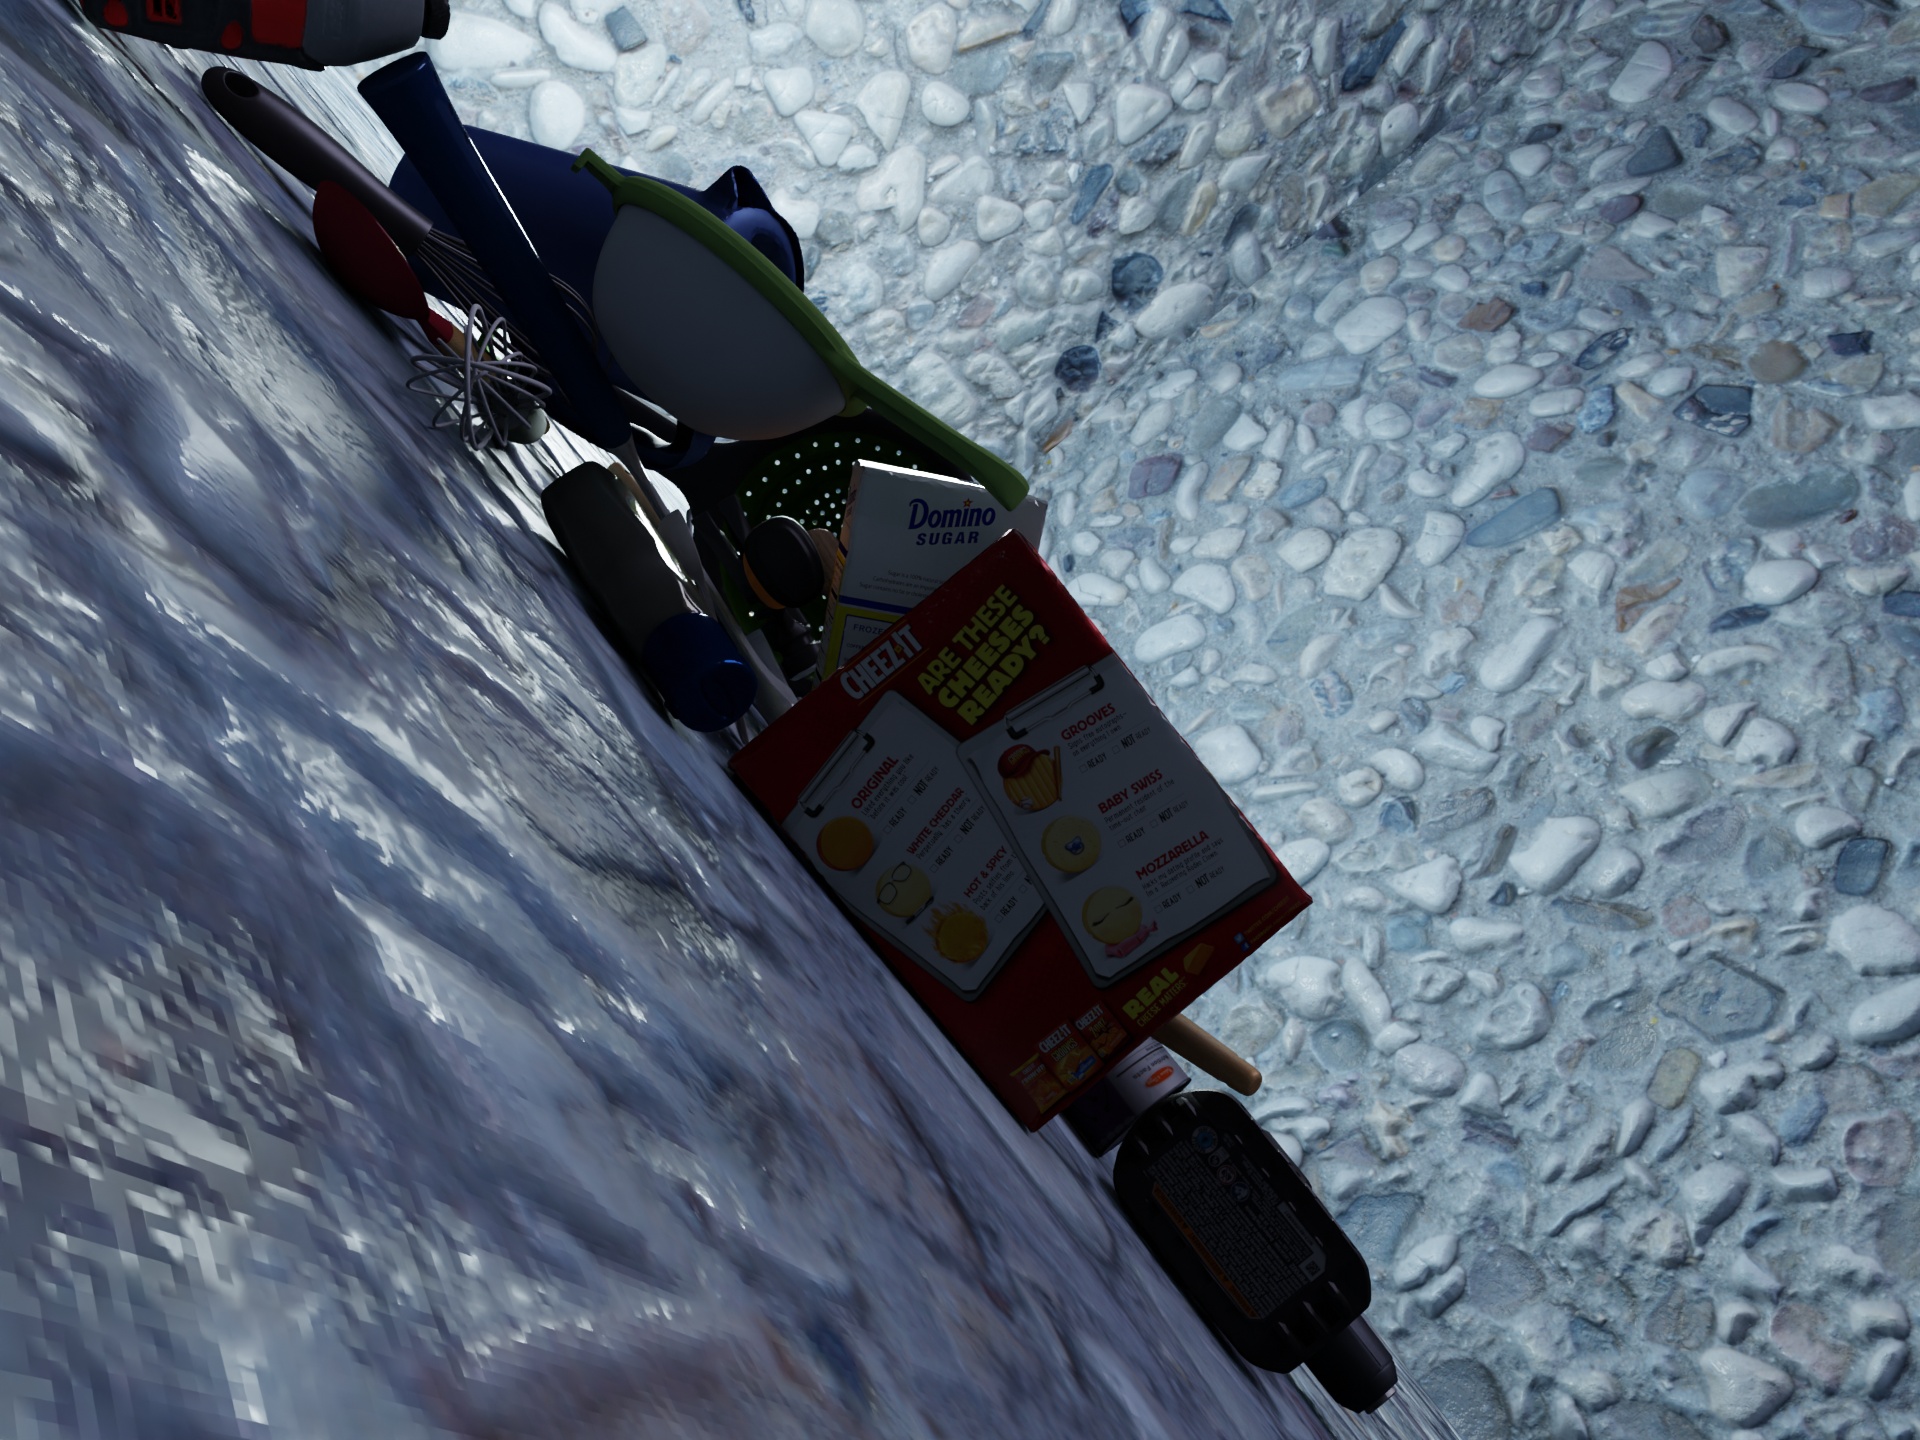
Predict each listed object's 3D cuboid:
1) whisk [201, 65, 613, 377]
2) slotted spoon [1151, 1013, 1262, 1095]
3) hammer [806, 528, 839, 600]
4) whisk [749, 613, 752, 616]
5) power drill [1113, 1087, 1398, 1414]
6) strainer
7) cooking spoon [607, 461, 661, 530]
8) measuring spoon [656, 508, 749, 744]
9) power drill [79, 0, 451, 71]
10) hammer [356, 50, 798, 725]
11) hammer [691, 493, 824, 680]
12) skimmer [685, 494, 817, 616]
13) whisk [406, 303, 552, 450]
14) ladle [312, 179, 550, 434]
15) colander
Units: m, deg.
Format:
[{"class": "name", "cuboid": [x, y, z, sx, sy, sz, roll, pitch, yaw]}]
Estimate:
[{"class": "whisk", "cuboid": [-0.282, -0.255, 0.830, 0.238, 0.055, 0.055, 36, 8, -32]}, {"class": "slotted spoon", "cuboid": [0.029, 0.105, 0.823, 0.314, 0.031, 0.070, 30, -9, 39]}, {"class": "hammer", "cuboid": [-0.001, -0.003, 0.903, 0.130, 0.031, 0.332, -2, 42, -48]}, {"class": "whisk", "cuboid": [-0.149, -0.070, 1.407, 0.073, 0.073, 0.296, 51, 6, -27]}, {"class": "power drill", "cuboid": [0.165, 0.290, 0.862, 0.191, 0.080, 0.228, 51, -3, 24]}, {"class": "strainer", "cuboid": [-0.081, -0.145, 0.716, 0.257, 0.069, 0.151, 38, -6, 26]}, {"class": "cooking spoon", "cuboid": [-0.180, -0.086, 1.266, 0.319, 0.017, 0.069, 50, 21, 8]}, {"class": "measuring spoon", "cuboid": [-0.126, -0.042, 0.775, 0.034, 0.018, 0.124, -137, -150, -64]}, {"class": "power drill", "cuboid": [-0.322, -0.351, 0.706, 0.143, 0.078, 0.220, -5, 40, -34]}, {"class": "hammer", "cuboid": [-0.170, -0.136, 0.802, 0.144, 0.035, 0.405, 49, -11, 52]}, {"class": "hammer", "cuboid": [-0.109, -0.085, 0.895, 0.127, 0.034, 0.337, 59, -7, -4]}, {"class": "skimmer", "cuboid": [-0.105, -0.056, 1.158, 0.127, 0.090, 0.364, 10, 32, -38]}, {"class": "whisk", "cuboid": [-0.214, -0.149, 0.742, 0.246, 0.057, 0.059, -152, -116, -78]}, {"class": "ladle", "cuboid": [-0.268, -0.200, 0.846, 0.069, 0.031, 0.315, 45, -3, 5]}, {"class": "colander", "cuboid": [-0.146, -0.159, 1.099, 0.397, 0.204, 0.094, 32, 11, -5]}]
